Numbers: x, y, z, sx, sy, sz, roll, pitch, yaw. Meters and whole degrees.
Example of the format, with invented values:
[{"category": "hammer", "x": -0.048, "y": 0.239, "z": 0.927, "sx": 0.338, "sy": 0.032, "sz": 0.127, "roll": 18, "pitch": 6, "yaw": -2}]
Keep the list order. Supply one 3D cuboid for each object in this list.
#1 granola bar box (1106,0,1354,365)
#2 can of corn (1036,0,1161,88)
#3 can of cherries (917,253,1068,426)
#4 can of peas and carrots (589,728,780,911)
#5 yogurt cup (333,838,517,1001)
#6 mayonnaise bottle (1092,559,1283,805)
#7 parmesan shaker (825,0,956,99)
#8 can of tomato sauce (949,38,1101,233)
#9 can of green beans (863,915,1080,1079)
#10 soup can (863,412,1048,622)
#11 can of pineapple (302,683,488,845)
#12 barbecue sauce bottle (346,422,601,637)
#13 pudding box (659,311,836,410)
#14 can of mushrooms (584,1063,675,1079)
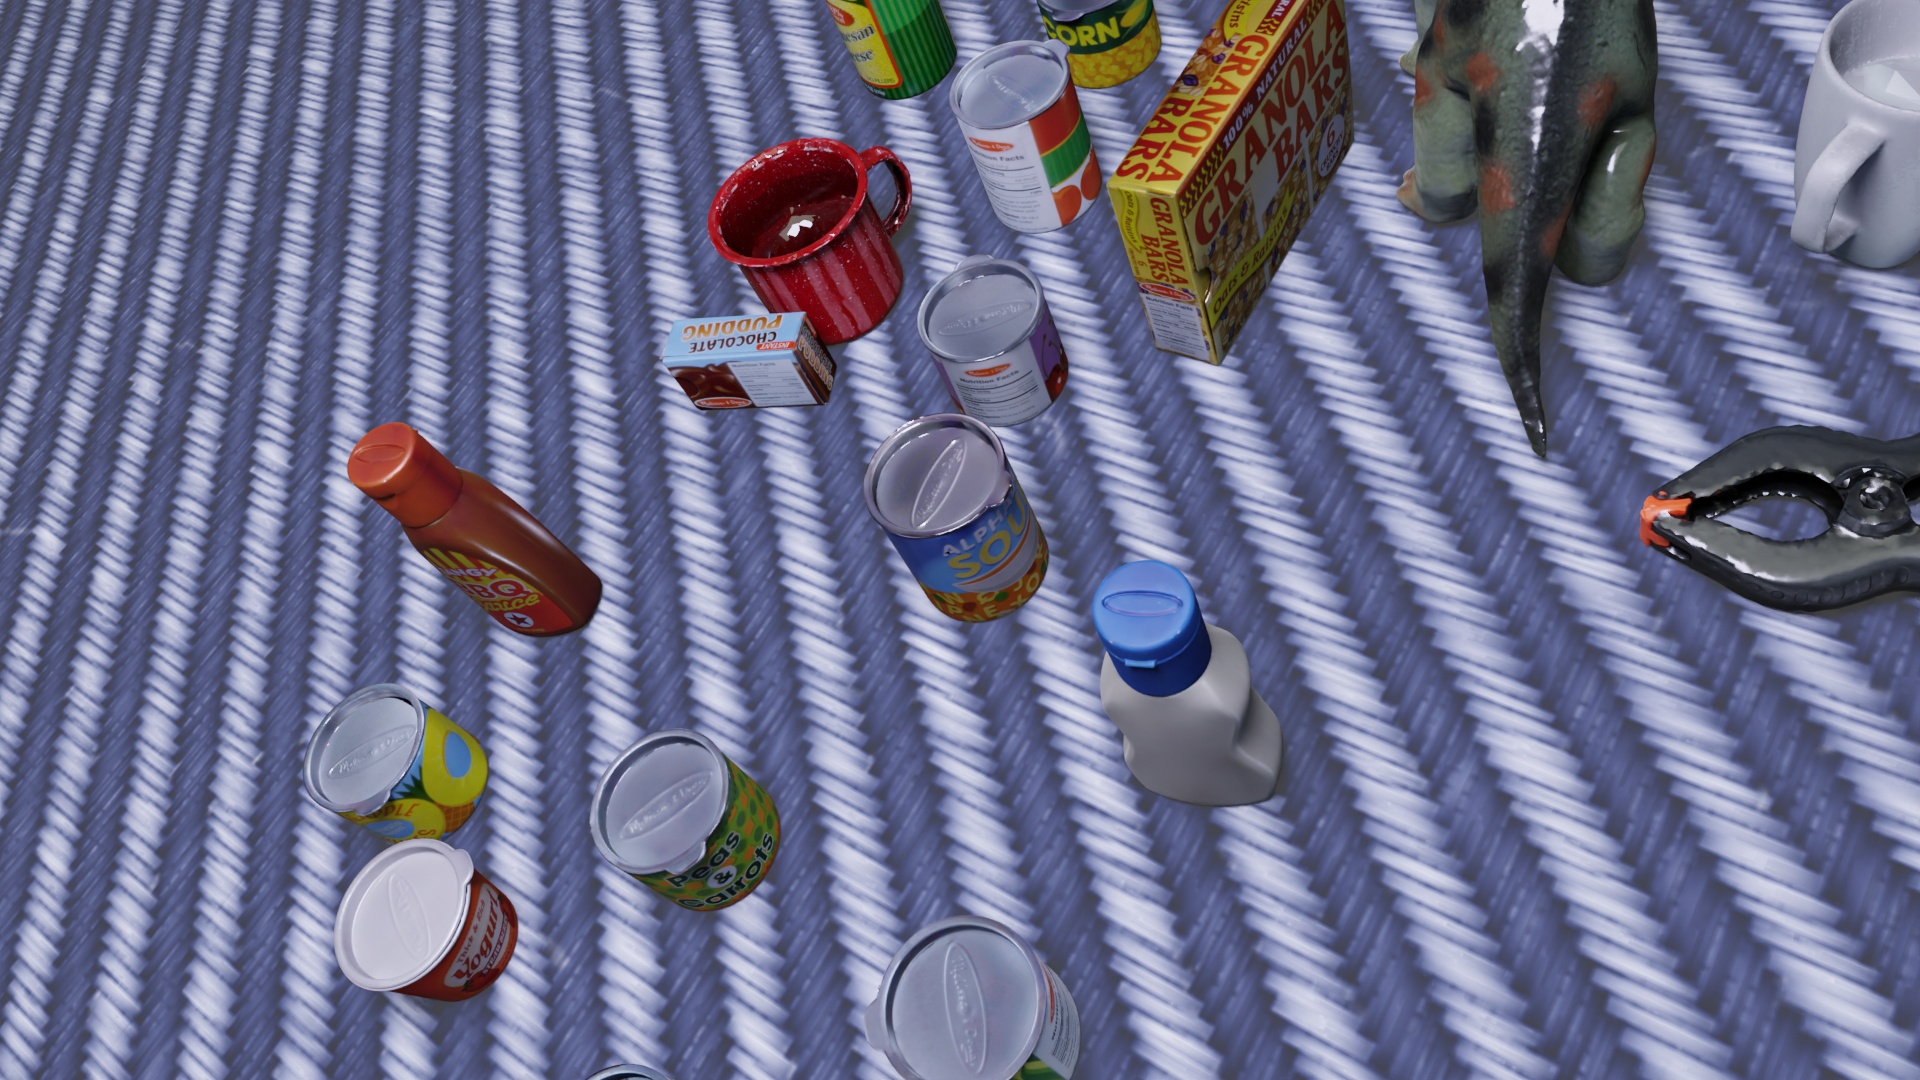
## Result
[{"category": "granola bar box", "x": 0.140, "y": -0.189, "z": 0.686, "sx": 0.039, "sy": 0.123, "sz": 0.166, "roll": 22, "pitch": 68, "yaw": 30}, {"category": "can of corn", "x": 0.082, "y": -0.311, "z": 0.827, "sx": 0.071, "sy": 0.058, "sz": 0.071, "roll": -9, "pitch": 56, "yaw": 15}, {"category": "can of cherries", "x": 0.018, "y": -0.103, "z": 0.717, "sx": 0.071, "sy": 0.058, "sz": 0.072, "roll": -9, "pitch": 56, "yaw": 15}, {"category": "can of peas and carrots", "x": -0.120, "y": 0.127, "z": 0.620, "sx": 0.071, "sy": 0.058, "sz": 0.071, "roll": -9, "pitch": 56, "yaw": 15}, {"category": "yogurt cup", "x": -0.241, "y": 0.177, "z": 0.636, "sx": 0.072, "sy": 0.053, "sz": 0.073, "roll": -9, "pitch": 56, "yaw": 15}, {"category": "mayonnaise bottle", "x": 0.085, "y": 0.058, "z": 0.534, "sx": 0.065, "sy": 0.147, "sz": 0.041, "roll": 1, "pitch": 60, "yaw": 21}, {"category": "parmesan shaker", "x": -0.046, "y": -0.333, "z": 0.860, "sx": 0.071, "sy": 0.102, "sz": 0.071, "roll": -10, "pitch": 56, "yaw": 15}, {"category": "can of tomato sauce", "x": 0.039, "y": -0.224, "z": 0.772, "sx": 0.071, "sy": 0.082, "sz": 0.071, "roll": -9, "pitch": 56, "yaw": 15}, {"category": "can of green beans", "x": 0.008, "y": 0.185, "z": 0.536, "sx": 0.071, "sy": 0.057, "sz": 0.071, "roll": -9, "pitch": 56, "yaw": 15}, {"category": "soup can", "x": 0.002, "y": -0.008, "z": 0.646, "sx": 0.071, "sy": 0.083, "sz": 0.071, "roll": -9, "pitch": 56, "yaw": 15}, {"category": "can of pineapple", "x": -0.278, "y": 0.114, "z": 0.687, "sx": 0.071, "sy": 0.057, "sz": 0.071, "roll": -9, "pitch": 56, "yaw": 15}, {"category": "barbecue sauce bottle", "x": -0.243, "y": -0.003, "z": 0.693, "sx": 0.065, "sy": 0.148, "sz": 0.044, "roll": 0, "pitch": 59, "yaw": 21}, {"category": "pudding box", "x": -0.117, "y": -0.099, "z": 0.769, "sx": 0.083, "sy": 0.049, "sz": 0.030, "roll": -1, "pitch": 59, "yaw": 20}, {"category": "can of mushrooms", "x": -0.134, "y": 0.251, "z": 0.562, "sx": 0.071, "sy": 0.033, "sz": 0.071, "roll": -9, "pitch": 56, "yaw": 15}]
